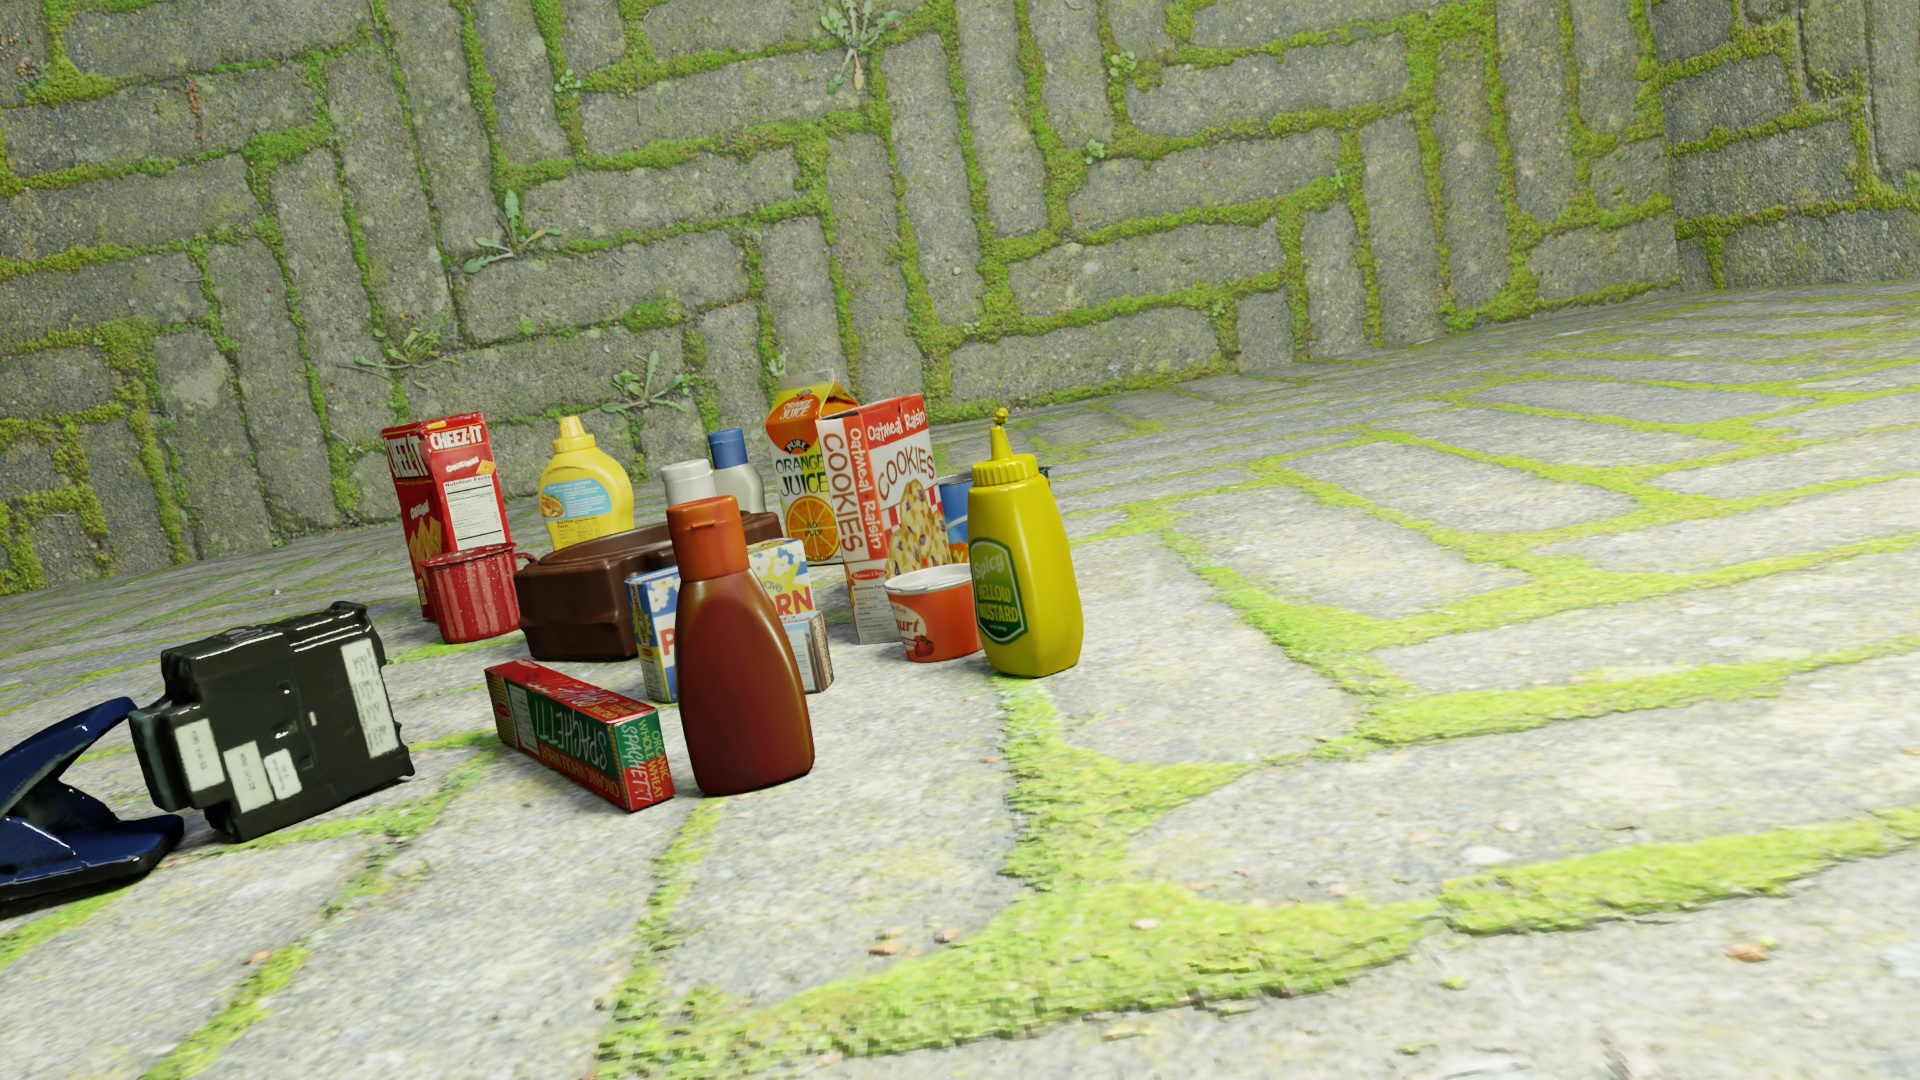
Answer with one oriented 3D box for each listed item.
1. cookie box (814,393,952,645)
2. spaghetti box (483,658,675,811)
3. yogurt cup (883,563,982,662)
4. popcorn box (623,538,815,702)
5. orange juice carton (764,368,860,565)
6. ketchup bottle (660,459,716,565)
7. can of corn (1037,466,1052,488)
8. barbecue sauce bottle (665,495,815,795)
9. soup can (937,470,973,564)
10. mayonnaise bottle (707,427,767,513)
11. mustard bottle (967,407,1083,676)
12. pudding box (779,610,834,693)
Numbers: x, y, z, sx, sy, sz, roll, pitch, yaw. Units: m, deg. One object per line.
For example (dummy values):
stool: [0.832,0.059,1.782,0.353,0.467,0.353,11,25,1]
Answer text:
cookie box: [-0.051,-0.020,1.036,0.040,0.167,0.123,-7,9,20]
spaghetti box: [-0.227,0.108,0.807,0.029,0.050,0.250,-15,10,-32]
yogurt cup: [-0.013,0.048,0.928,0.072,0.054,0.072,-10,9,2]
popcorn box: [-0.163,0.053,0.967,0.127,0.085,0.038,-17,10,-37]
orange juice carton: [-0.140,-0.075,1.409,0.071,0.192,0.073,-5,10,32]
ketchup bottle: [-0.190,0.015,1.034,0.043,0.148,0.065,-11,8,-2]
can of corn: [0.062,-0.040,1.394,0.071,0.058,0.071,-10,8,2]
barbecue sauce bottle: [-0.118,0.052,0.713,0.065,0.148,0.044,-11,8,-7]
soup can: [0.004,-0.015,1.217,0.071,0.083,0.071,-10,8,2]
mayonnaise bottle: [-0.231,-0.042,1.450,0.065,0.147,0.041,-7,9,20]
mustard bottle: [0.033,0.000,0.834,0.049,0.160,0.065,-17,10,-37]
pudding box: [-0.128,0.076,0.899,0.084,0.049,0.030,-8,8,12]
